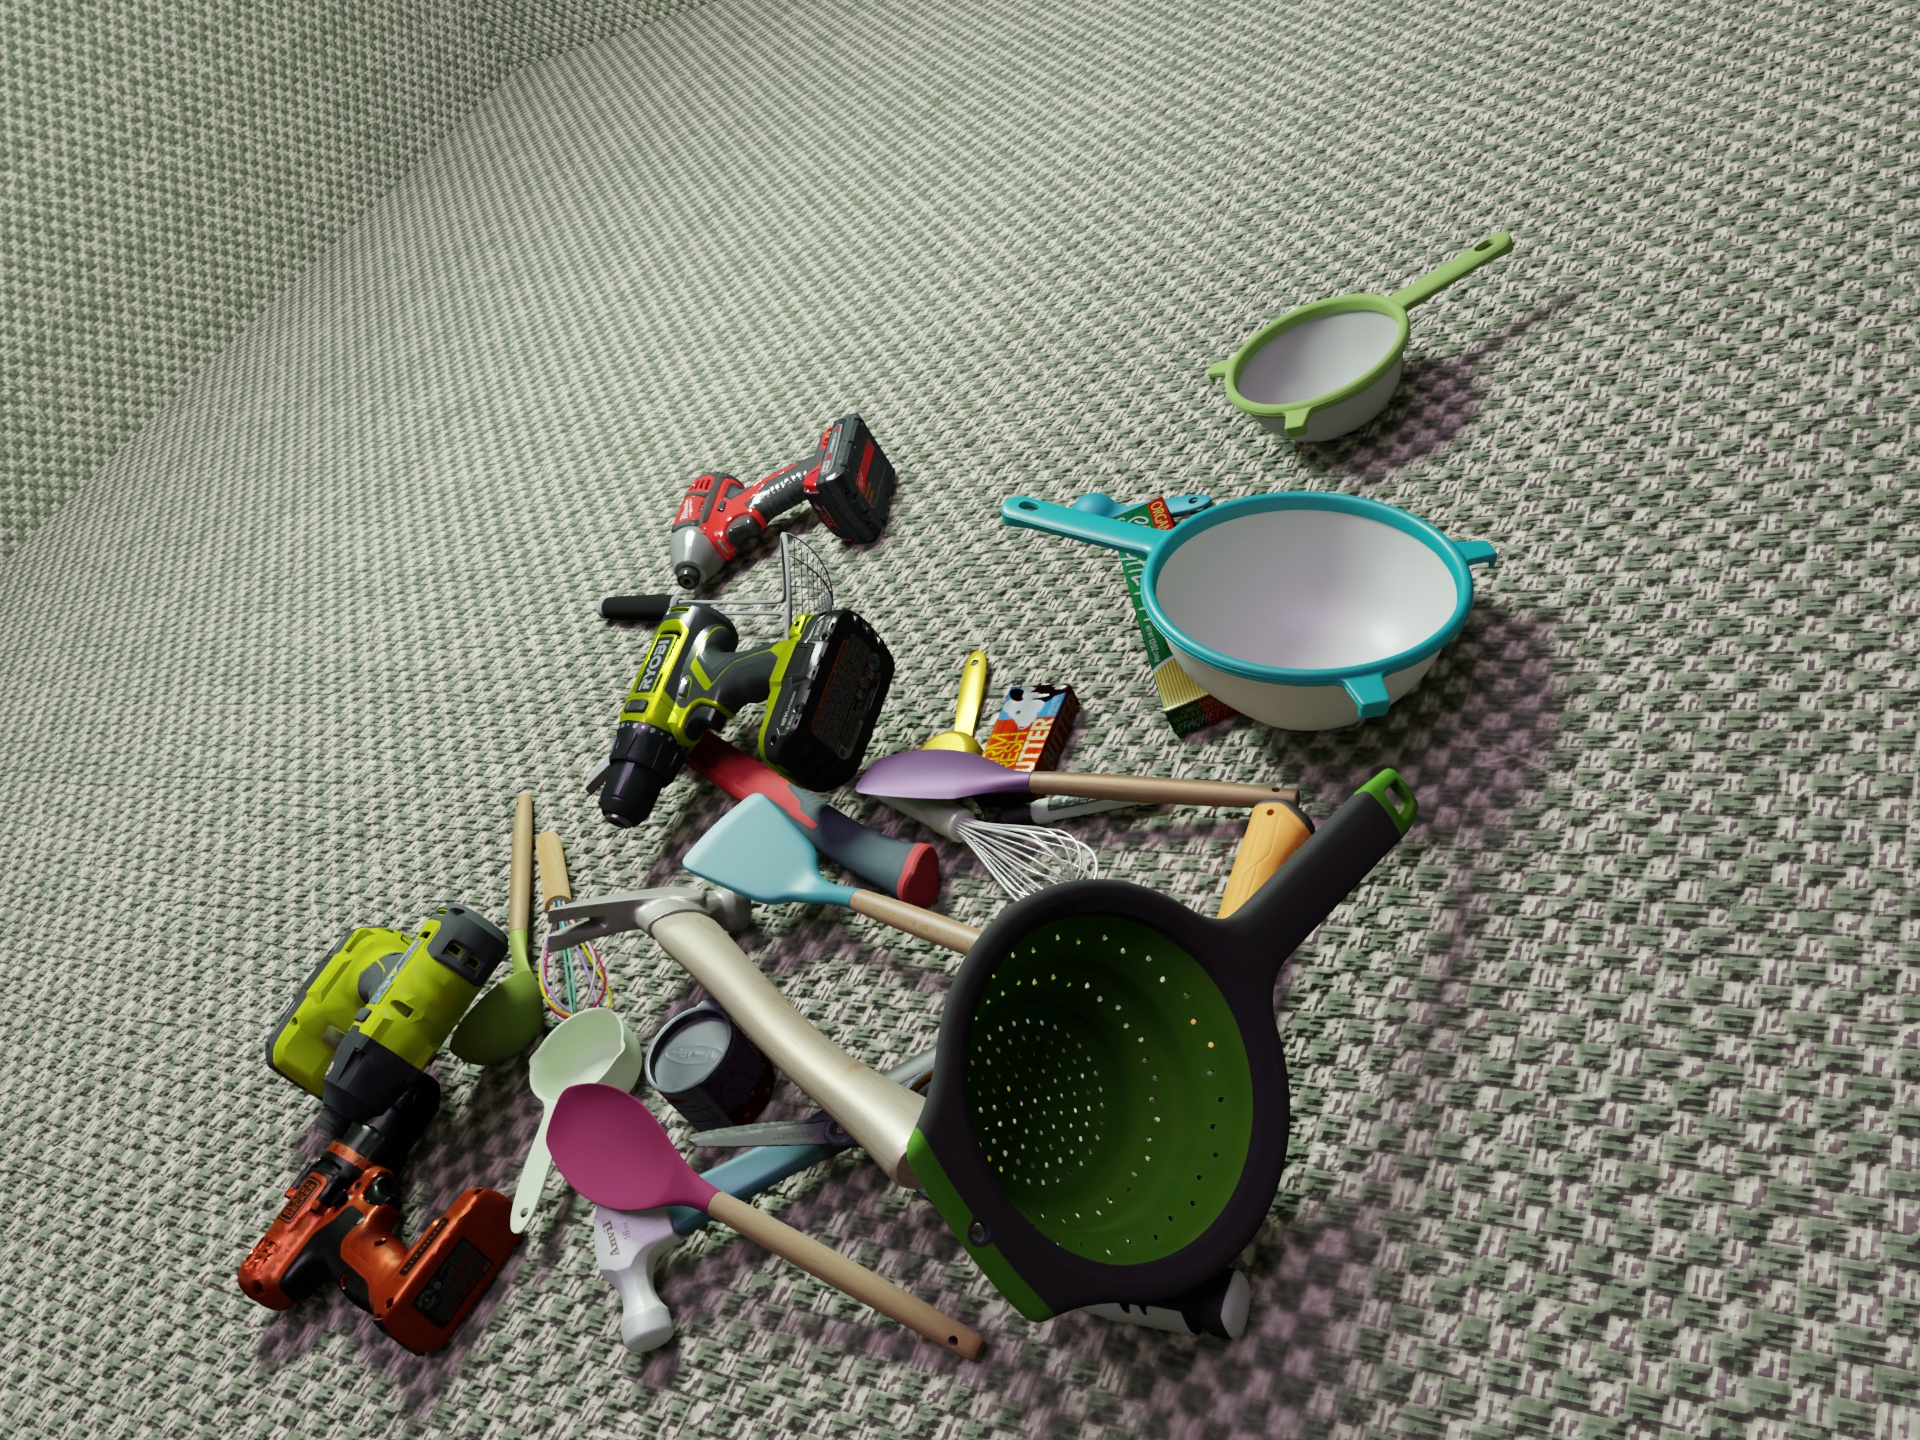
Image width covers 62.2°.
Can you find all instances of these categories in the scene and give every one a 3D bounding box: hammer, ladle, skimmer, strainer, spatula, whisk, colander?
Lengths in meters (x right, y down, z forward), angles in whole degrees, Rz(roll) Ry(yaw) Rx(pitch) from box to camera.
[{"bbox_3d":[-0.073,0.249,0.970,0.331,0.033,0.128,-28,55,0],"label":"hammer"},{"bbox_3d":[0.139,0.181,0.914,0.127,0.034,0.337,-1,47,32],"label":"hammer"},{"bbox_3d":[-0.154,0.071,1.231,0.143,0.038,0.387,-46,40,-16],"label":"hammer"},{"bbox_3d":[-0.365,0.151,1.273,0.078,0.062,0.320,-55,28,22],"label":"ladle"},{"bbox_3d":[-0.240,-0.101,1.433,0.363,0.127,0.090,4,8,43],"label":"skimmer"},{"bbox_3d":[0.175,-0.078,1.089,0.340,0.095,0.211,19,46,30],"label":"strainer"},{"bbox_3d":[-0.056,0.119,1.056,0.318,0.044,0.082,13,47,42],"label":"spatula"},{"bbox_3d":[0.074,0.042,1.080,0.316,0.018,0.060,3,35,27],"label":"spatula"},{"bbox_3d":[0.338,-0.299,1.276,0.256,0.069,0.152,-32,35,-1],"label":"strainer"},{"bbox_3d":[-0.130,0.182,0.980,0.146,0.038,0.411,-6,16,-29],"label":"hammer"},{"bbox_3d":[0.006,0.077,1.102,0.059,0.057,0.246,-46,38,-17],"label":"whisk"},{"bbox_3d":[0.115,0.149,0.860,0.397,0.204,0.094,-37,2,-33],"label":"colander"},{"bbox_3d":[-0.309,0.159,1.244,0.047,0.051,0.245,-15,32,-12],"label":"whisk"}]

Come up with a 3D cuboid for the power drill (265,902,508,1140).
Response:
[{"bbox_3d":[-0.426,0.219,1.157,0.223,0.080,0.171,-14,40,56],"label":"power drill"}]

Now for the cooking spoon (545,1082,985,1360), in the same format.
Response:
[{"bbox_3d":[-0.122,0.291,0.923,0.319,0.017,0.069,19,87,29],"label":"cooking spoon"}]

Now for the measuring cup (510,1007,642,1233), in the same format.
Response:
[{"bbox_3d":[-0.266,0.276,1.083,0.083,0.038,0.168,-11,44,24],"label":"measuring cup"}]

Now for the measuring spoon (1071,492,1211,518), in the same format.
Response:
[{"bbox_3d":[0.145,-0.180,1.314,0.129,0.021,0.042,-3,46,33],"label":"measuring spoon"}]

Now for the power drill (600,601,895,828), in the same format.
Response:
[{"bbox_3d":[-0.176,-0.003,1.231,0.228,0.080,0.191,-1,60,38],"label":"power drill"}]

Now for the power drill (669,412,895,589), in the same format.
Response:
[{"bbox_3d":[-0.180,-0.200,1.518,0.219,0.078,0.143,-15,41,24],"label":"power drill"}]

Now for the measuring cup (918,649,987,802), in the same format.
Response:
[{"bbox_3d":[-0.002,-0.004,1.213,0.062,0.029,0.157,-11,45,24],"label":"measuring cup"}]
